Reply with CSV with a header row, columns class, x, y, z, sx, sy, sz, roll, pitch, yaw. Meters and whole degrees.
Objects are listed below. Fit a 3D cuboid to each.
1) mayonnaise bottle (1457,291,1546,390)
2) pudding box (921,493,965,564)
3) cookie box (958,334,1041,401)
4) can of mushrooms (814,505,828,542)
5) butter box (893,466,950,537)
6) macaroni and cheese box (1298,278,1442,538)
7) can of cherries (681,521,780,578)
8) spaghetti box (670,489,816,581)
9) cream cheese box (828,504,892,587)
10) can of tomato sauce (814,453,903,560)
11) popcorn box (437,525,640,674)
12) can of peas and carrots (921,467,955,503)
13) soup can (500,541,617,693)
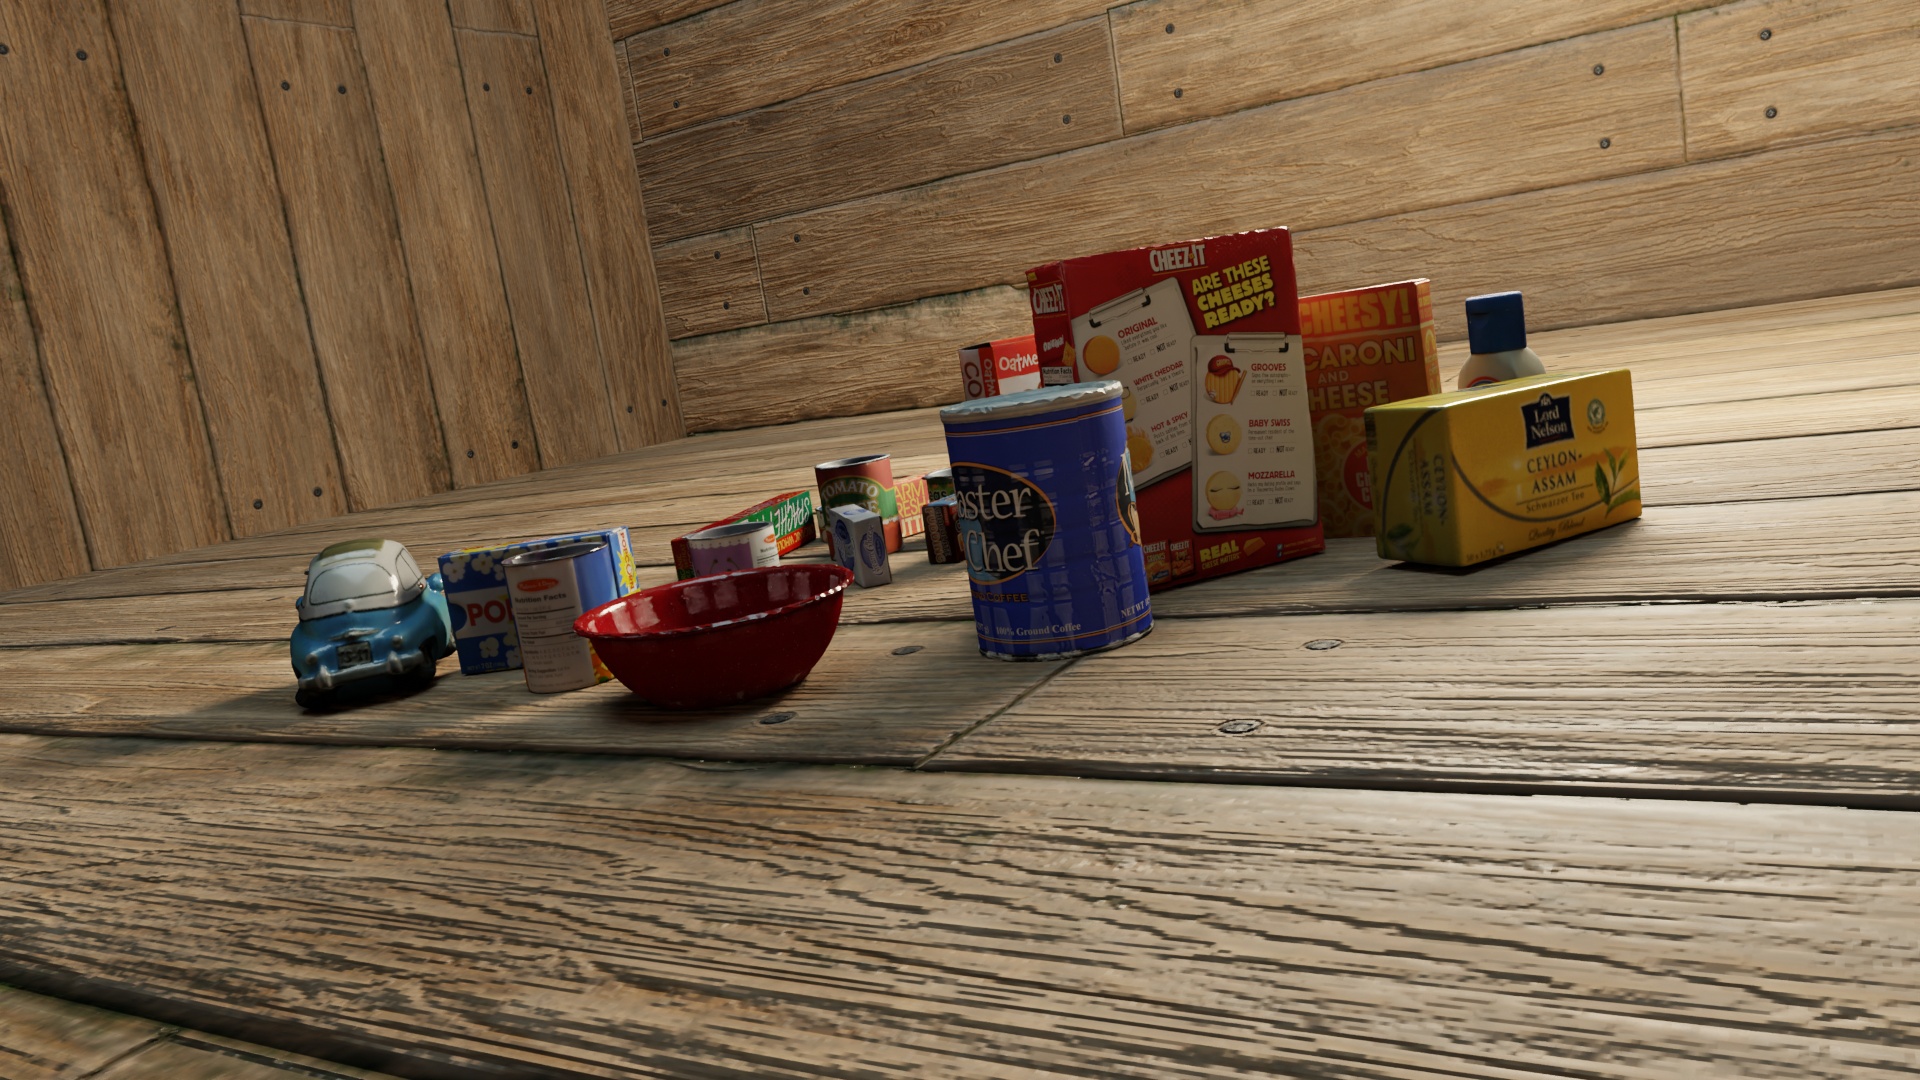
class,x,y,z,sx,sy,sz,roll,pitch,yaw
mayonnaise bottle,0.367,-0.092,0.939,0.041,0.147,0.064,-14,10,-33
pudding box,0.004,-0.014,1.128,0.030,0.049,0.084,-4,10,33
cookie box,0.065,-0.082,1.113,0.040,0.167,0.123,-1,12,43
can of mushrooms,-0.103,-0.021,1.330,0.071,0.033,0.071,-9,9,1
butter box,-0.041,-0.034,1.287,0.104,0.053,0.024,-17,12,-42
macaroni and cheese box,0.264,-0.087,0.950,0.123,0.166,0.040,-4,10,33
can of cherries,-0.174,0.020,1.064,0.071,0.058,0.071,-9,9,1
spaghetti box,-0.186,-0.001,1.236,0.028,0.050,0.251,-7,9,16
cream cheese box,-0.079,0.003,1.090,0.024,0.053,0.104,-11,9,-15
can of tomato sauce,-0.088,-0.029,1.205,0.071,0.083,0.071,-9,9,1
popcorn box,-0.286,0.041,0.957,0.127,0.085,0.038,-8,9,9
can of peas and carrots,0.003,-0.034,1.224,0.071,0.058,0.071,-9,9,1
soup can,-0.249,0.047,0.885,0.071,0.083,0.071,-9,9,1
